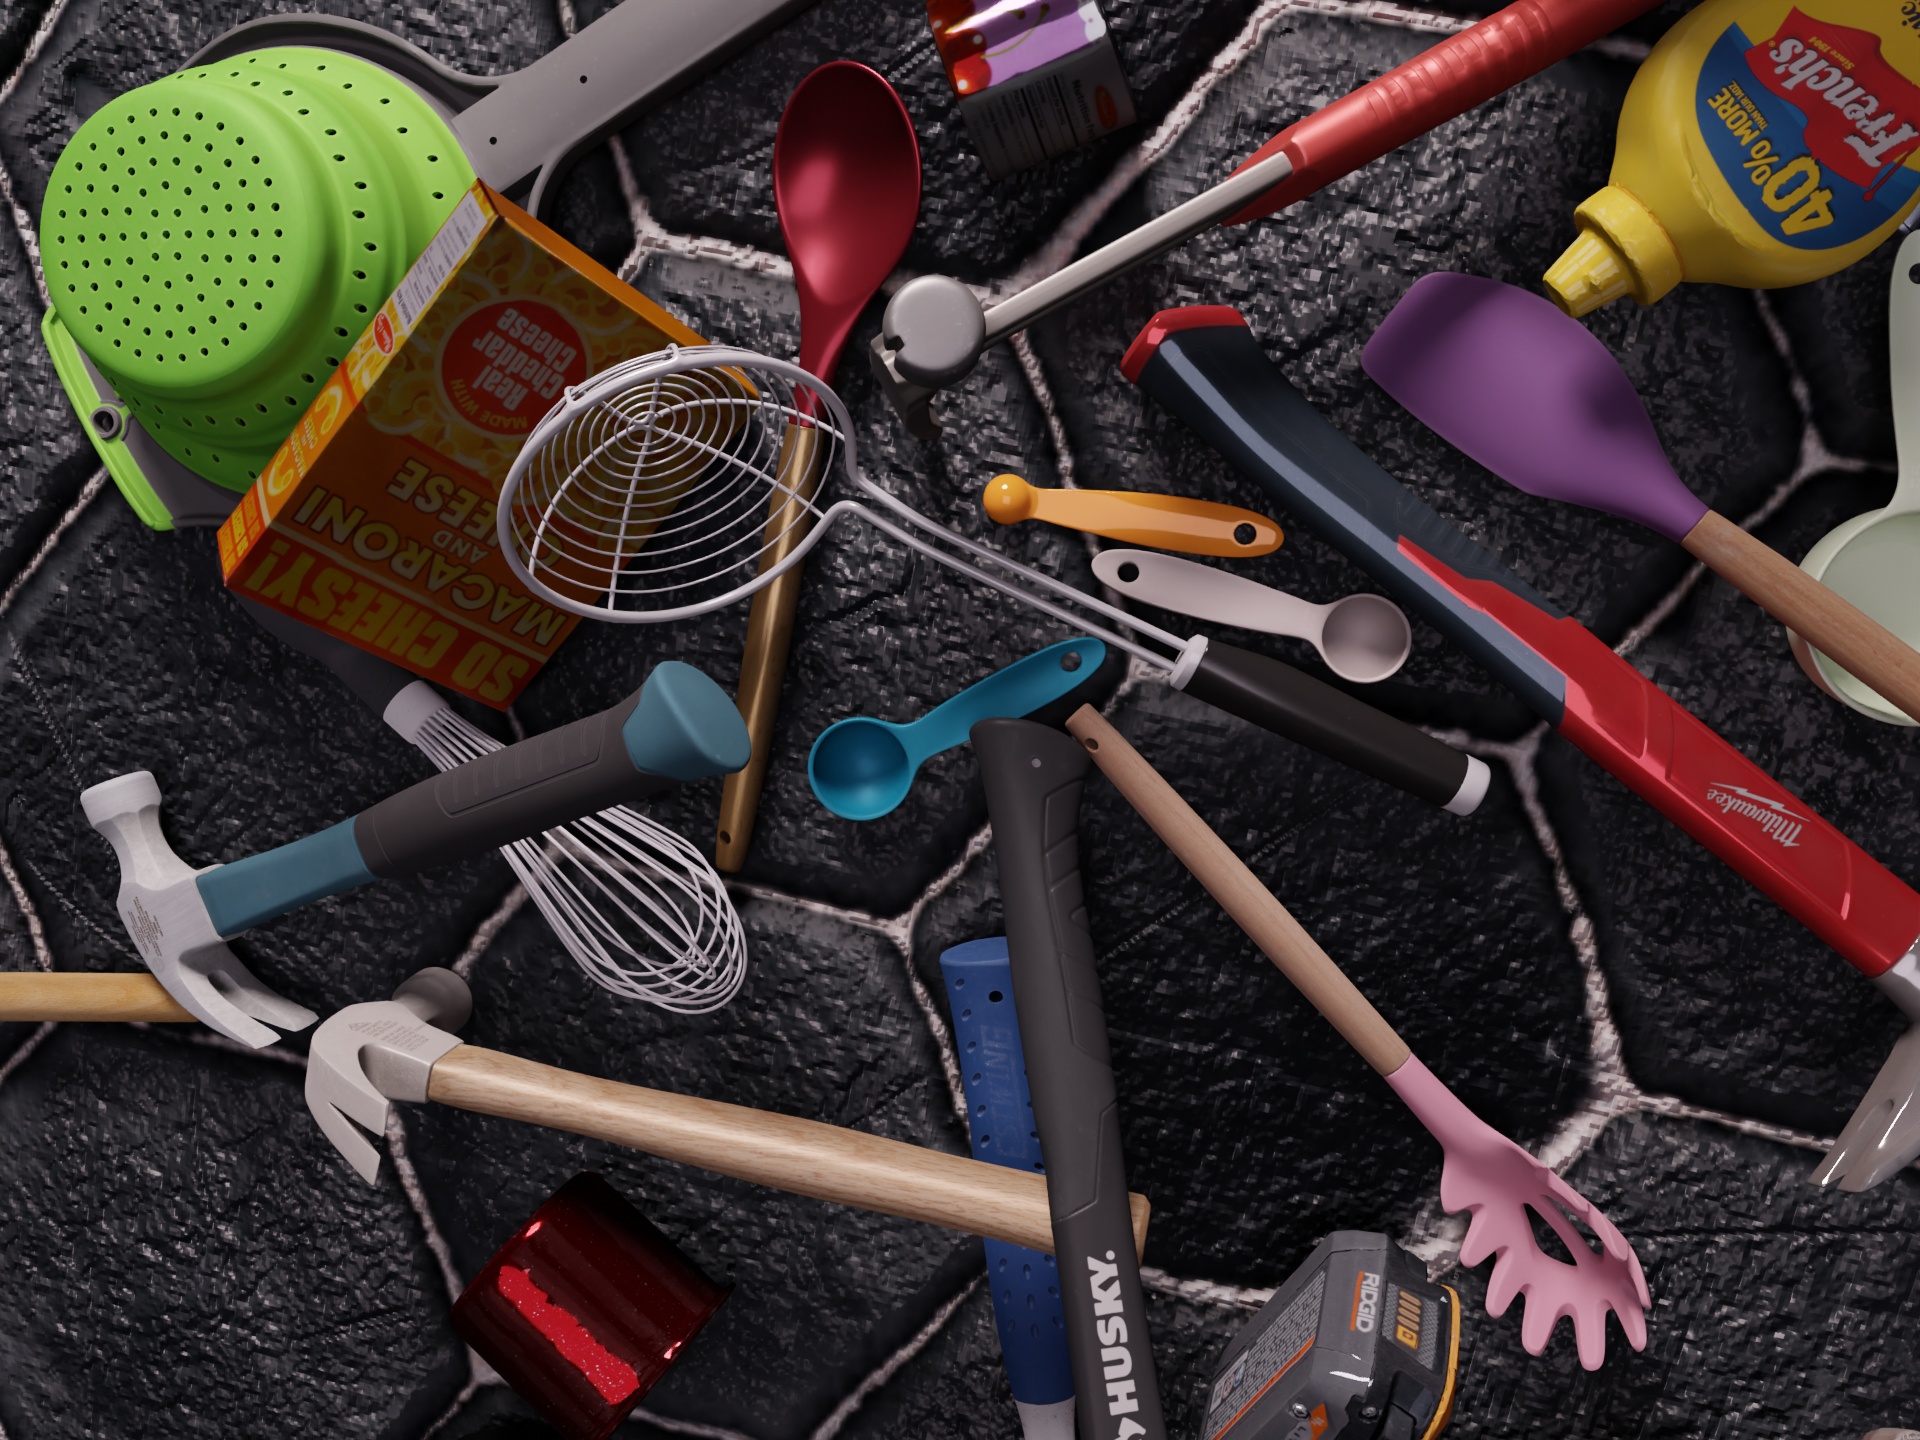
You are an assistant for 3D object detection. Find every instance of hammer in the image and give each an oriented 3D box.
[{"bbox_3d":[-0.218,0.043,0.616,0.331,0.033,0.128,-19,94,29],"label":"hammer"},{"bbox_3d":[-0.092,0.160,0.610,0.331,0.130,0.031,11,101,8],"label":"hammer"},{"bbox_3d":[0.205,-0.006,0.567,0.386,0.038,0.143,39,79,4],"label":"hammer"},{"bbox_3d":[0.132,-0.198,0.544,0.359,0.149,0.036,-28,94,1],"label":"hammer"},{"bbox_3d":[0.038,0.159,0.562,0.146,0.035,0.335,-5,72,-9],"label":"hammer"},{"bbox_3d":[0.030,0.291,0.661,0.144,0.035,0.405,-6,98,10],"label":"hammer"}]

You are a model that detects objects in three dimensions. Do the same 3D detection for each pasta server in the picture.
[{"bbox_3d":[0.148,0.116,0.614,0.316,0.040,0.060,48,124,1],"label":"pasta server"}]

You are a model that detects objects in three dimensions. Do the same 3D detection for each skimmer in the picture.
[{"bbox_3d":[0.022,-0.027,0.567,0.363,0.090,0.127,24,134,-4],"label":"skimmer"}]

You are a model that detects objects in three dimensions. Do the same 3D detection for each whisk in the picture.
[{"bbox_3d":[-0.197,0.017,0.648,0.284,0.070,0.070,40,103,5],"label":"whisk"},{"bbox_3d":[-0.453,0.121,0.710,0.245,0.051,0.047,-1,93,6],"label":"whisk"}]

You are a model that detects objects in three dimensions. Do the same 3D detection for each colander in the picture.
[{"bbox_3d":[-0.198,-0.211,0.583,0.397,0.094,0.204,-29,89,11],"label":"colander"}]

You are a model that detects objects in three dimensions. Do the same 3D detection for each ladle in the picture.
[{"bbox_3d":[-0.064,-0.089,0.621,0.069,0.031,0.315,19,105,29],"label":"ladle"}]

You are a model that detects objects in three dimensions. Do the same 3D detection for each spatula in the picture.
[{"bbox_3d":[0.274,-0.052,0.543,0.316,0.018,0.059,43,103,16],"label":"spatula"}]

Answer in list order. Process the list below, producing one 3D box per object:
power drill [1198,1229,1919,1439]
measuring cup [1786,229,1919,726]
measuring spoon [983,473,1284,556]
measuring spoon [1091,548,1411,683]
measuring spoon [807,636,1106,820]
[{"bbox_3d":[0.222,0.277,0.581,0.226,0.084,0.185,28,127,3],"label":"power drill"},{"bbox_3d":[0.329,-0.083,0.555,0.083,0.038,0.167,-3,96,10],"label":"measuring cup"},{"bbox_3d":[0.065,-0.078,0.609,0.117,0.011,0.021,9,100,8],"label":"measuring spoon"},{"bbox_3d":[0.110,-0.043,0.609,0.124,0.018,0.034,18,82,13],"label":"measuring spoon"},{"bbox_3d":[-0.001,-0.002,0.633,0.128,0.021,0.042,-27,103,3],"label":"measuring spoon"}]
